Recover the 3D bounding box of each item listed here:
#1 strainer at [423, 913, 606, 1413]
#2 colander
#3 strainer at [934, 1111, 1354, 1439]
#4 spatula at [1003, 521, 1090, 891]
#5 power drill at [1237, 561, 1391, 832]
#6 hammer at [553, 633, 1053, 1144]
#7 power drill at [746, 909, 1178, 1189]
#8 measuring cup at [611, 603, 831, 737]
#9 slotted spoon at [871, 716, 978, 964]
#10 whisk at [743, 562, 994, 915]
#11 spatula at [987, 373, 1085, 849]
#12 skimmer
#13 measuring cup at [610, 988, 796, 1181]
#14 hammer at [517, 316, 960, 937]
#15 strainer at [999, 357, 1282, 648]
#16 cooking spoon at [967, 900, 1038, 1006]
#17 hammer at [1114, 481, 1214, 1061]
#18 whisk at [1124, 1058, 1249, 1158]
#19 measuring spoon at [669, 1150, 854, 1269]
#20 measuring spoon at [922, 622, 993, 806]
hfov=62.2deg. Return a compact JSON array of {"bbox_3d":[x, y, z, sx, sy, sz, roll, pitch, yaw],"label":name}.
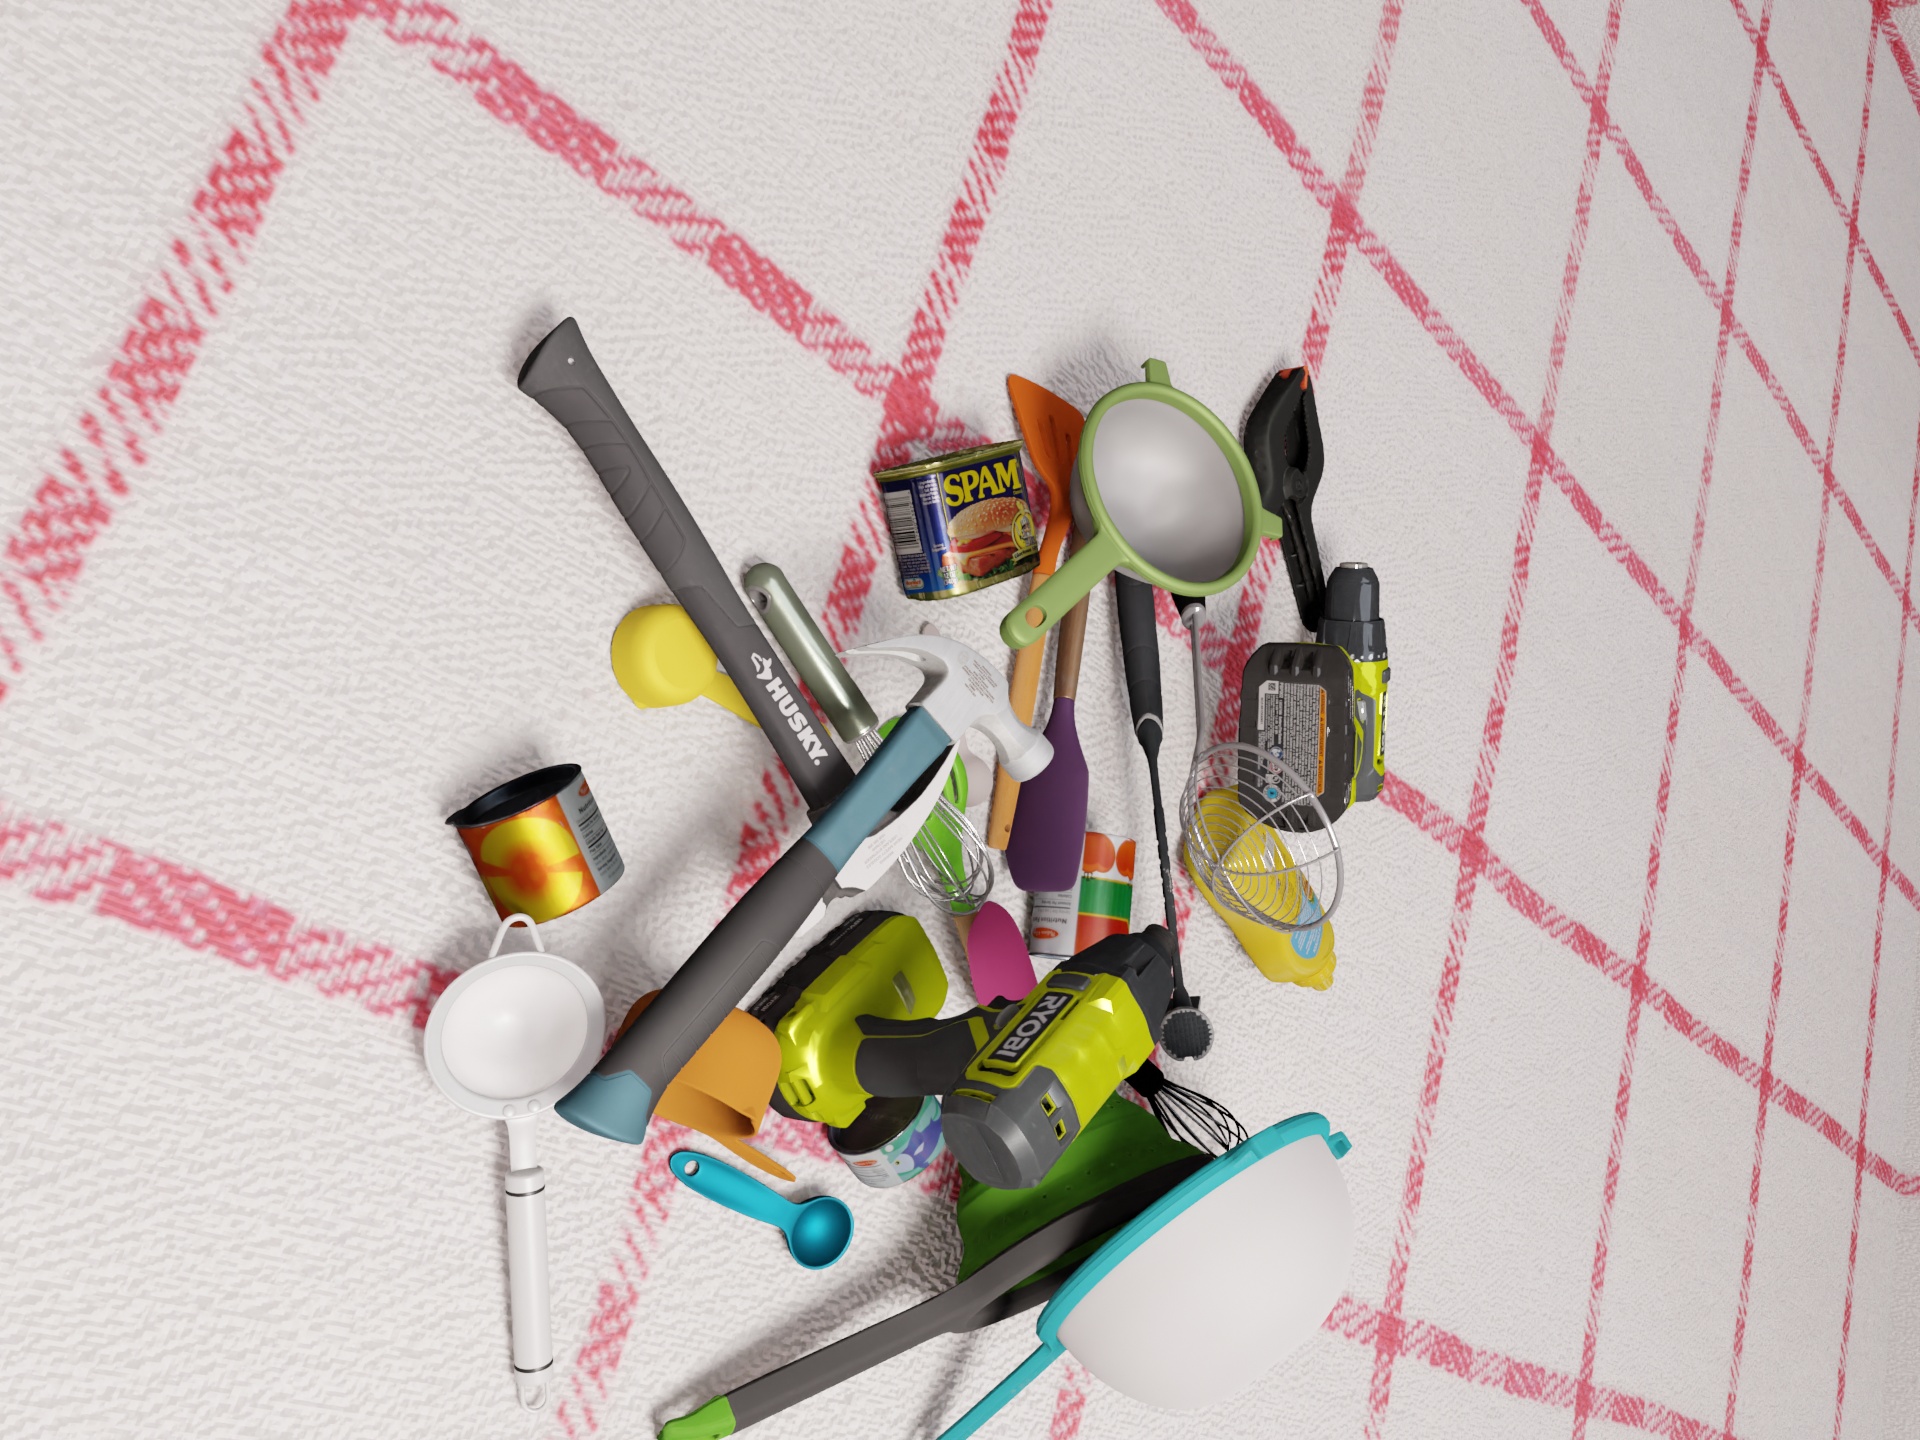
[{"bbox_3d":[-0.216,0.217,0.781,0.087,0.050,0.258,-4,96,-25],"label":"strainer"},{"bbox_3d":[-0.004,0.307,0.946,0.397,0.204,0.095,-15,62,-29],"label":"colander"},{"bbox_3d":[0.108,0.370,0.923,0.340,0.095,0.210,-44,152,9],"label":"strainer"},{"bbox_3d":[0.071,-0.037,1.080,0.018,0.060,0.316,38,56,-55],"label":"spatula"},{"bbox_3d":[0.280,-0.018,1.213,0.228,0.080,0.190,-22,114,-63],"label":"power drill"},{"bbox_3d":[-0.080,0.081,0.812,0.128,0.033,0.331,50,59,-18],"label":"hammer"},{"bbox_3d":[0.002,0.165,0.869,0.171,0.223,0.080,-41,116,-38],"label":"power drill"},{"bbox_3d":[-0.124,-0.017,0.892,0.156,0.029,0.062,28,68,-38],"label":"measuring cup"},{"bbox_3d":[0.012,0.144,1.021,0.070,0.031,0.313,-30,110,-35],"label":"slotted spoon"},{"bbox_3d":[-0.053,0.012,0.936,0.059,0.058,0.246,-44,107,-40],"label":"whisk"},{"bbox_3d":[0.045,-0.073,1.072,0.081,0.041,0.323,18,79,-44],"label":"spatula"},{"bbox_3d":[0.190,-0.023,1.079,0.090,0.127,0.364,7,47,-5],"label":"skimmer"},{"bbox_3d":[-0.122,0.199,0.859,0.173,0.095,0.052,57,45,-49],"label":"measuring cup"},{"bbox_3d":[-0.125,-0.061,0.846,0.146,0.035,0.334,-39,105,-33],"label":"hammer"},{"bbox_3d":[0.094,-0.115,1.036,0.151,0.069,0.256,51,56,-7],"label":"strainer"},{"bbox_3d":[0.075,0.245,1.062,0.318,0.017,0.069,63,38,-29],"label":"cooking spoon"},{"bbox_3d":[0.136,0.026,1.115,0.149,0.036,0.409,47,37,-80],"label":"hammer"},{"bbox_3d":[0.133,0.258,1.122,0.238,0.055,0.055,46,58,-28],"label":"whisk"},{"bbox_3d":[-0.115,0.270,0.897,0.128,0.021,0.042,36,73,-27],"label":"measuring spoon"},{"bbox_3d":[-0.002,-0.003,1.021,0.034,0.018,0.124,-26,106,-43],"label":"measuring spoon"}]
